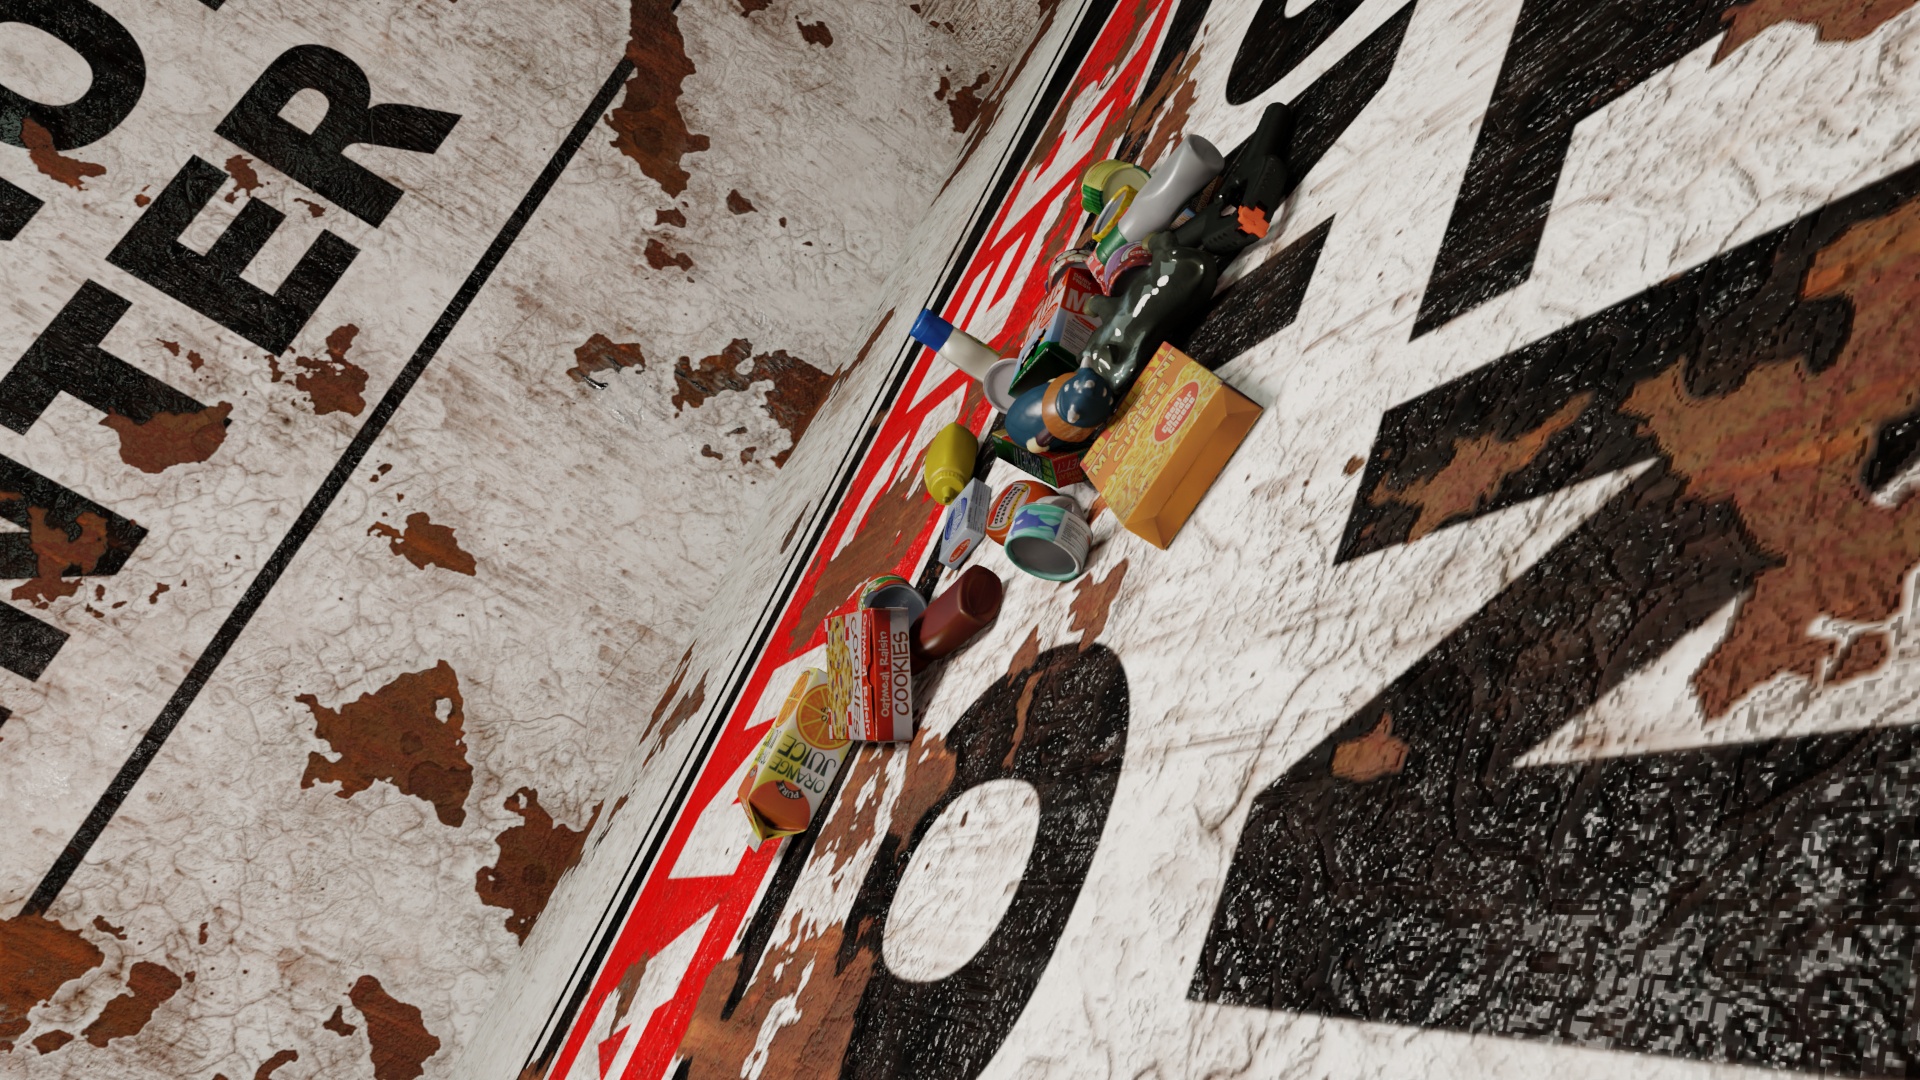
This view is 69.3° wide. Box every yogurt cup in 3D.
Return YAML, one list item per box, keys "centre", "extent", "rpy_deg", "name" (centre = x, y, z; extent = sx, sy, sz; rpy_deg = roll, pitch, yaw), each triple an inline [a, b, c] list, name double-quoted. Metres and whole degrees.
- centre: [0.063, -0.177, 1.523]
  extent: [0.072, 0.072, 0.054]
  rpy_deg: [-50, 8, 32]
  name: "yogurt cup"

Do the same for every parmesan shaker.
- centre: [0.177, -0.393, 1.572]
  extent: [0.071, 0.071, 0.103]
  rpy_deg: [-56, 15, 12]
  name: "parmesan shaker"

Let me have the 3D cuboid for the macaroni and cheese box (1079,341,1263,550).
- centre: [0.153, -0.075, 1.040]
  extent: [0.123, 0.040, 0.167]
  rpy_deg: [-56, 15, 12]
  name: "macaroni and cheese box"

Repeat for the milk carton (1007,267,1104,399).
- centre: [0.111, -0.203, 1.387]
  extent: [0.072, 0.073, 0.192]
  rpy_deg: [-47, 18, 41]
  name: "milk carton"

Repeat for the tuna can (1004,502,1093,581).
- centre: [0.068, 0.002, 1.111]
  extent: [0.070, 0.071, 0.033]
  rpy_deg: [-37, 26, 56]
  name: "tuna can"

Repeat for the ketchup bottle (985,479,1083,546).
- centre: [0.067, -0.021, 1.219]
  extent: [0.065, 0.043, 0.149]
  rpy_deg: [-60, 14, -6]
  name: "ketchup bottle"

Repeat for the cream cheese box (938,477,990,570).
- centre: [0.005, -0.018, 1.466]
  extent: [0.053, 0.024, 0.104]
  rpy_deg: [-49, 17, 29]
  name: "cream cheese box"

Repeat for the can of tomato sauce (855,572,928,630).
- centre: [-0.075, 0.071, 1.458]
  extent: [0.071, 0.071, 0.083]
  rpy_deg: [-59, 13, 0]
  name: "can of tomato sauce"

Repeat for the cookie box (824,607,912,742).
- centre: [-0.091, 0.131, 1.337]
  extent: [0.167, 0.040, 0.123]
  rpy_deg: [161, 108, -69]
  name: "cookie box"

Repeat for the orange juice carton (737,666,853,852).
- centre: [-0.172, 0.233, 1.447]
  extent: [0.193, 0.073, 0.071]
  rpy_deg: [-62, 14, -13]
  name: "orange juice carton"

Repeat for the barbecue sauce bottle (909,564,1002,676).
- centre: [-0.017, 0.081, 1.293]
  extent: [0.147, 0.043, 0.065]
  rpy_deg: [-44, 20, 48]
  name: "barbecue sauce bottle"

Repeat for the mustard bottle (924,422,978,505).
- centre: [-0.012, -0.079, 1.604]
  extent: [0.065, 0.049, 0.161]
  rpy_deg: [-52, 16, 27]
  name: "mustard bottle"

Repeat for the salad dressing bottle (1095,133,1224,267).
- centre: [0.182, -0.310, 1.291]
  extent: [0.147, 0.044, 0.064]
  rpy_deg: [-46, 12, 42]
  name: "salad dressing bottle"

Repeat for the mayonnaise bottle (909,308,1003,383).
- centre: [0.013, -0.211, 1.584]
  extent: [0.041, 0.148, 0.065]
  rpy_deg: [-56, 14, 11]
  name: "mayonnaise bottle"

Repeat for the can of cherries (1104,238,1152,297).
- centre: [0.167, -0.237, 1.275]
  extent: [0.071, 0.071, 0.059]
  rpy_deg: [-52, 15, 26]
  name: "can of cherries"

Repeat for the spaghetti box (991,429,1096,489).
- centre: [0.079, -0.082, 1.284]
  extent: [0.050, 0.028, 0.250]
  rpy_deg: [-16, 12, -7]
  name: "spaghetti box"

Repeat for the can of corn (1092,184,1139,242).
- centre: [0.179, -0.327, 1.442]
  extent: [0.071, 0.058, 0.071]
  rpy_deg: [-54, 15, 21]
  name: "can of corn"

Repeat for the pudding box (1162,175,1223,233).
- centre: [0.220, -0.334, 1.373]
  extent: [0.050, 0.030, 0.083]
  rpy_deg: [-61, 14, -12]
  name: "pudding box"

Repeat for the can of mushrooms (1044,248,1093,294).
- centre: [0.126, -0.279, 1.507]
  extent: [0.070, 0.071, 0.033]
  rpy_deg: [-52, 17, 26]
  name: "can of mushrooms"
